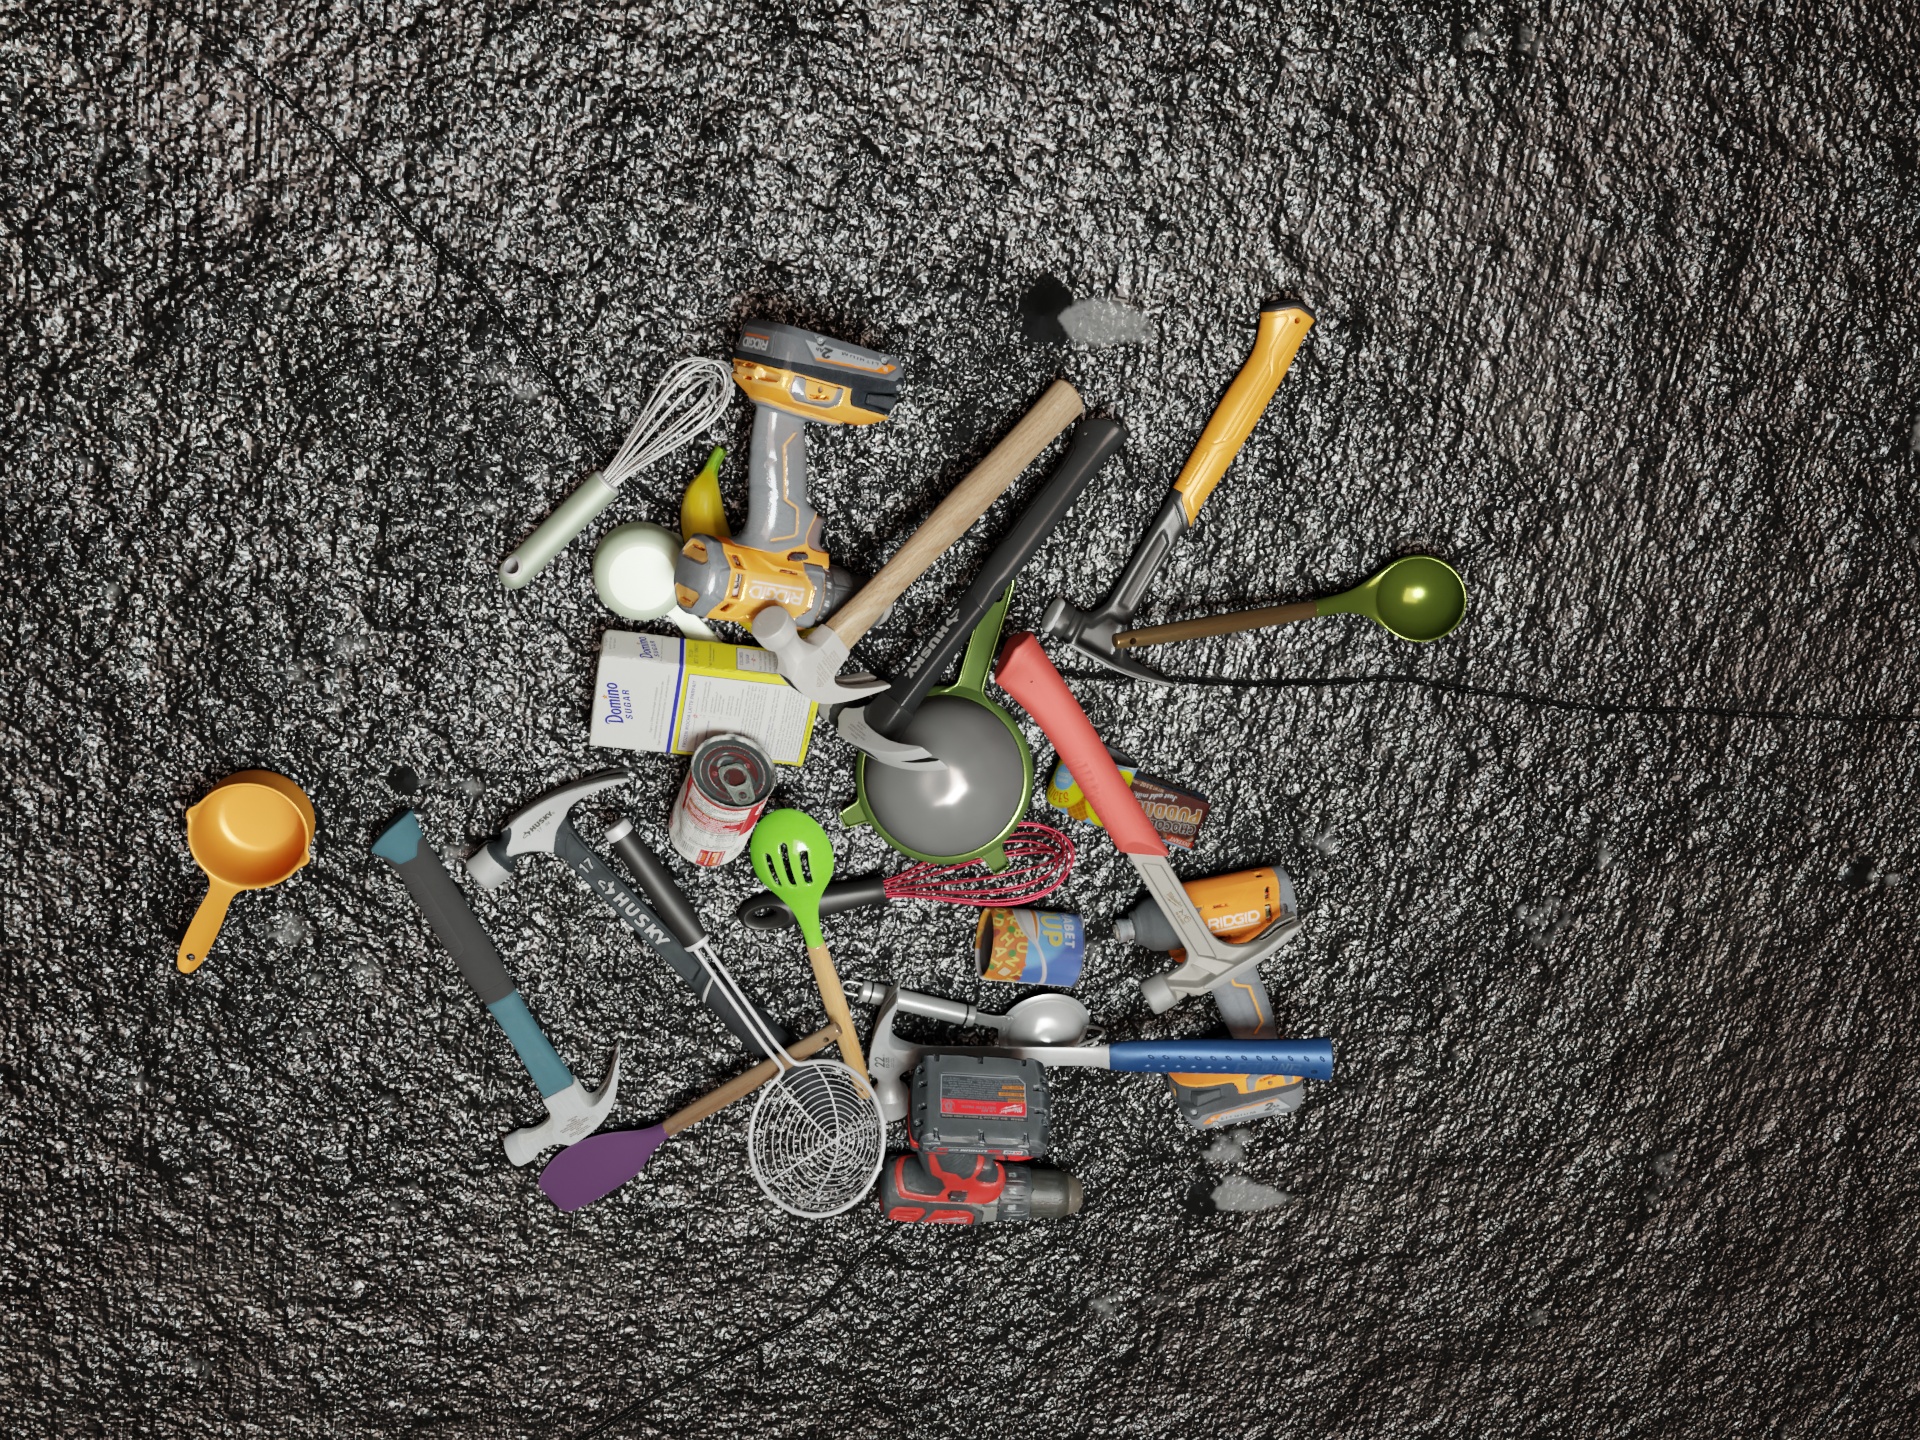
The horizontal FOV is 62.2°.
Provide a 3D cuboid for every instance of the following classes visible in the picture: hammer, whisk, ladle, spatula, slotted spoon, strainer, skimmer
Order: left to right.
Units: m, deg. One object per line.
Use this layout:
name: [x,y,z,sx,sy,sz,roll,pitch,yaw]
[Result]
hammer: [-0.395,0.221,1.336,0.128,0.033,0.330,-26,111,-2]
whisk: [-0.267,-0.189,1.228,0.246,0.059,0.058,-43,74,8]
spatula: [-0.238,0.344,1.394,0.316,0.018,0.059,-31,111,10]
hammer: [-0.226,0.211,1.368,0.149,0.036,0.408,-40,111,2]
skimmer: [-0.187,0.242,1.303,0.127,0.090,0.363,-29,105,11]
slotted spoon: [-0.116,0.211,1.368,0.070,0.031,0.313,-7,122,11]
whisk: [-0.046,0.141,1.373,0.296,0.073,0.073,-11,110,-1]
hammer: [-0.019,-0.144,1.252,0.331,0.031,0.129,-47,140,-12]
strainer: [-0.002,-0.004,1.308,0.151,0.069,0.256,17,94,7]
strainer: [0.014,0.271,1.436,0.258,0.050,0.086,16,118,-13]
hammer: [0.024,-0.105,1.281,0.335,0.146,0.035,-52,131,-1]
hammer: [0.120,0.292,1.398,0.405,0.035,0.144,-1,121,4]
hammer: [0.143,0.075,1.326,0.149,0.037,0.358,-31,108,3]
hammer: [0.202,-0.193,1.328,0.127,0.034,0.337,26,100,-17]
ladle: [0.281,-0.087,1.344,0.320,0.062,0.078,-10,111,-17]

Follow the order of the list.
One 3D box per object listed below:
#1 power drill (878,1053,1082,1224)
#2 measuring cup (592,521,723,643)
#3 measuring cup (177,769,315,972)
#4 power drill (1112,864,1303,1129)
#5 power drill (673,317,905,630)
power drill: [0.028,0.383,1.403,0.188,0.080,0.226,4,141,-5]
measuring cup: [-0.225,-0.083,1.270,0.083,0.038,0.167,-39,109,2]
measuring cup: [-0.574,0.118,1.257,0.095,0.052,0.173,26,102,-18]
power drill: [0.228,0.252,1.453,0.164,0.084,0.226,-10,106,-6]
power drill: [-0.111,-0.177,1.226,0.185,0.084,0.226,7,102,-40]
